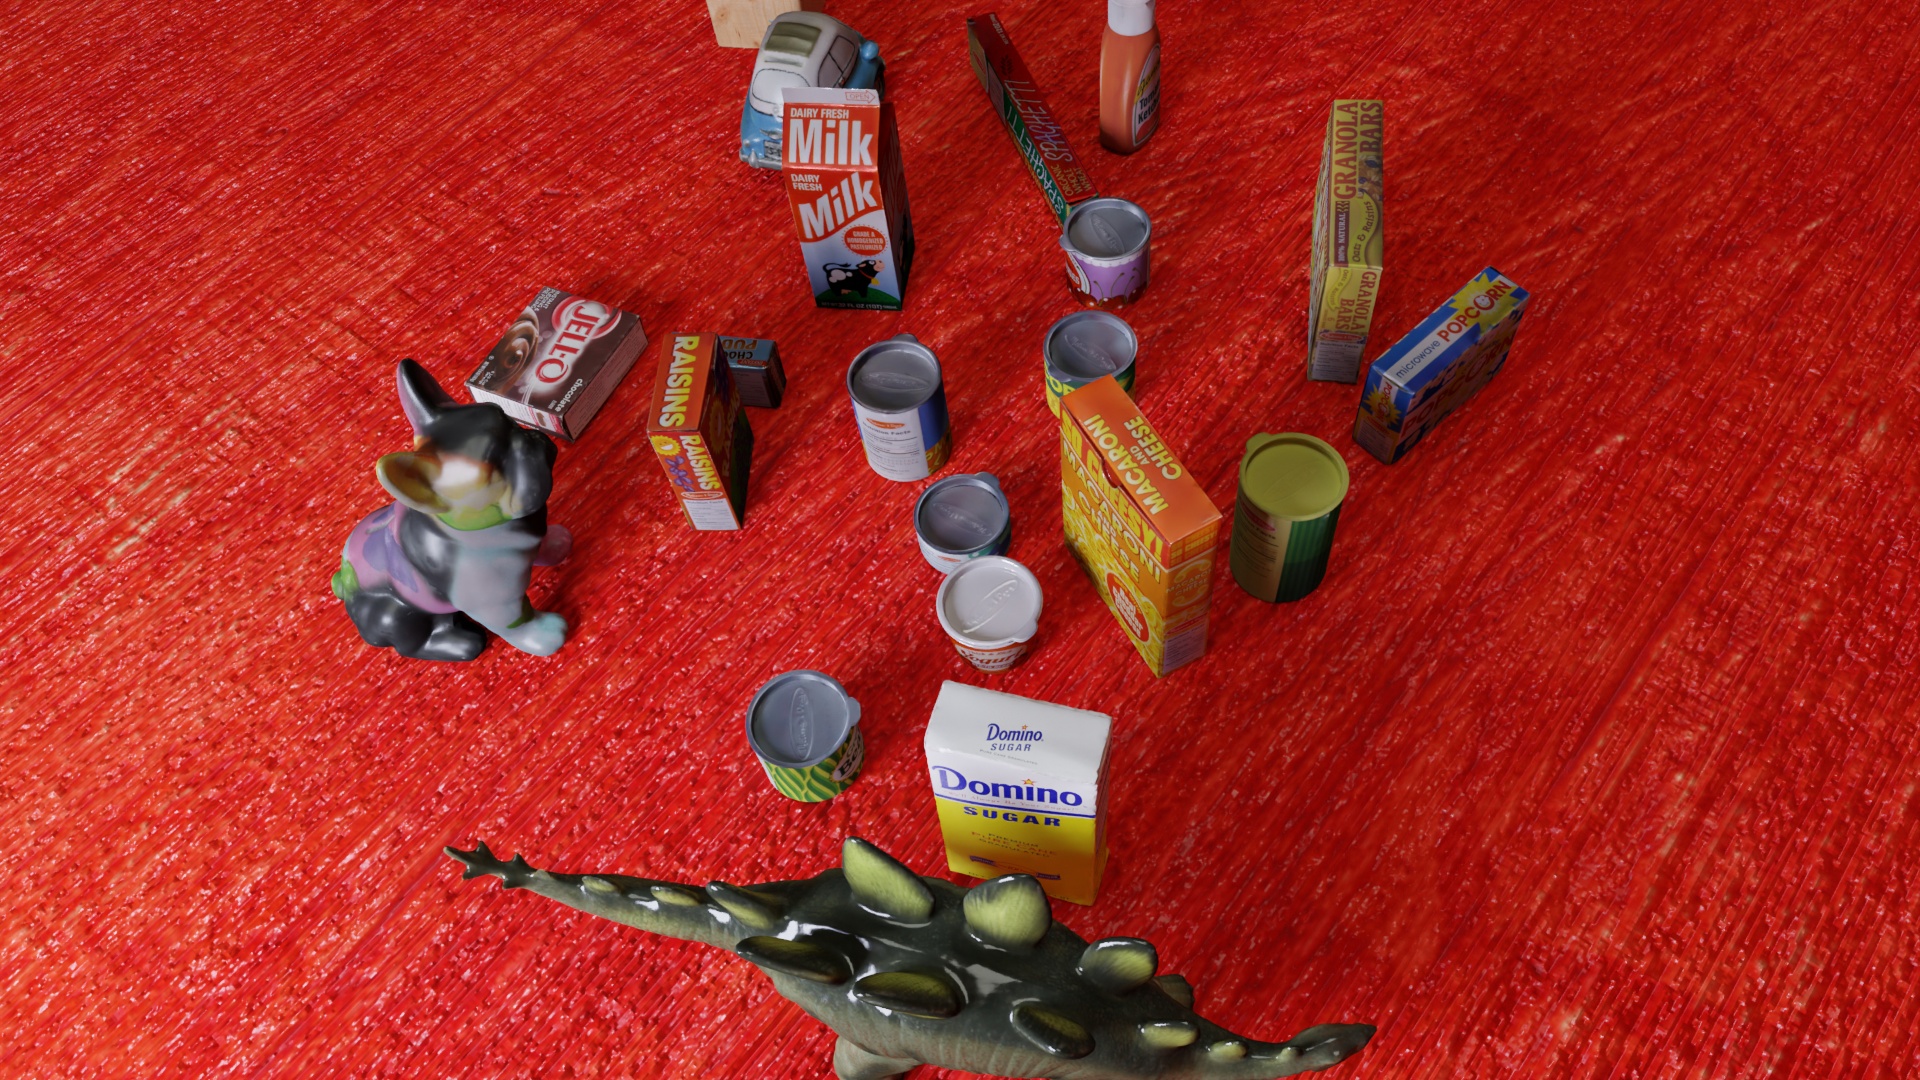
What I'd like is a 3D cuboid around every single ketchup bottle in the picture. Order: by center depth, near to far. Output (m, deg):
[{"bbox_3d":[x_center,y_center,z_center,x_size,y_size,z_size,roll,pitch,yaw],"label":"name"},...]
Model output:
[{"bbox_3d":[0.137,-0.387,1.117,0.043,0.148,0.065,25,64,20],"label":"ketchup bottle"}]

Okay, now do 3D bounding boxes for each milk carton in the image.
[{"bbox_3d":[-0.083,-0.261,1.035,0.072,0.189,0.074,4,58,9],"label":"milk carton"}]

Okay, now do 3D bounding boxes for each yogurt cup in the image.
[{"bbox_3d":[0.021,0.051,0.904,0.072,0.053,0.073,-3,57,4],"label":"yogurt cup"}]

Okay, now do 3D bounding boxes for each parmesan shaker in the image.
[{"bbox_3d":[0.208,-0.015,0.898,0.071,0.102,0.071,-3,57,4],"label":"parmesan shaker"}]

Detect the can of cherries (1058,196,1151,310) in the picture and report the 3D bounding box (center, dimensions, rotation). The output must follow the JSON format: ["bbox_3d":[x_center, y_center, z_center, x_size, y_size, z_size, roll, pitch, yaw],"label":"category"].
[{"bbox_3d":[0.110,-0.219,1.065,0.071,0.058,0.072,-3,57,4],"label":"can of cherries"}]

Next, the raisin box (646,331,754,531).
[{"bbox_3d":[-0.178,-0.074,0.964,0.040,0.122,0.086,-1,58,6],"label":"raisin box"}]

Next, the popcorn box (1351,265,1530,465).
[{"bbox_3d":[0.331,-0.120,0.963,0.127,0.084,0.038,-38,62,-17],"label":"popcorn box"}]

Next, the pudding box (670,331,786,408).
[{"bbox_3d":[-0.177,-0.128,1.043,0.084,0.049,0.030,5,58,9],"label":"pudding box"}]

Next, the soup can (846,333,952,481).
[{"bbox_3d":[-0.041,-0.093,0.986,0.071,0.083,0.071,-3,57,4],"label":"soup can"}]

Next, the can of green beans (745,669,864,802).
[{"bbox_3d":[-0.096,0.123,0.868,0.071,0.057,0.071,-3,57,4],"label":"can of green beans"}]

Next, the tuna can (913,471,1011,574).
[{"bbox_3d":[0.003,-0.012,0.959,0.071,0.032,0.071,-3,57,4],"label":"tuna can"}]

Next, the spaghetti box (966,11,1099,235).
[{"bbox_3d":[0.058,-0.346,1.158,0.029,0.050,0.251,-19,57,-6],"label":"spaghetti box"}]

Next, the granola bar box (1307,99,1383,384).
[{"bbox_3d":[0.278,-0.216,1.007,0.039,0.123,0.166,5,58,9],"label":"granola bar box"}]

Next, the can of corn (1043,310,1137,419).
[{"bbox_3d":[0.092,-0.121,1.005,0.071,0.058,0.071,-3,57,4],"label":"can of corn"}]

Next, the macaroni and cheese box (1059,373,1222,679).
[{"bbox_3d":[0.108,-0.005,0.864,0.040,0.165,0.124,-27,59,-10],"label":"macaroni and cheese box"}]
